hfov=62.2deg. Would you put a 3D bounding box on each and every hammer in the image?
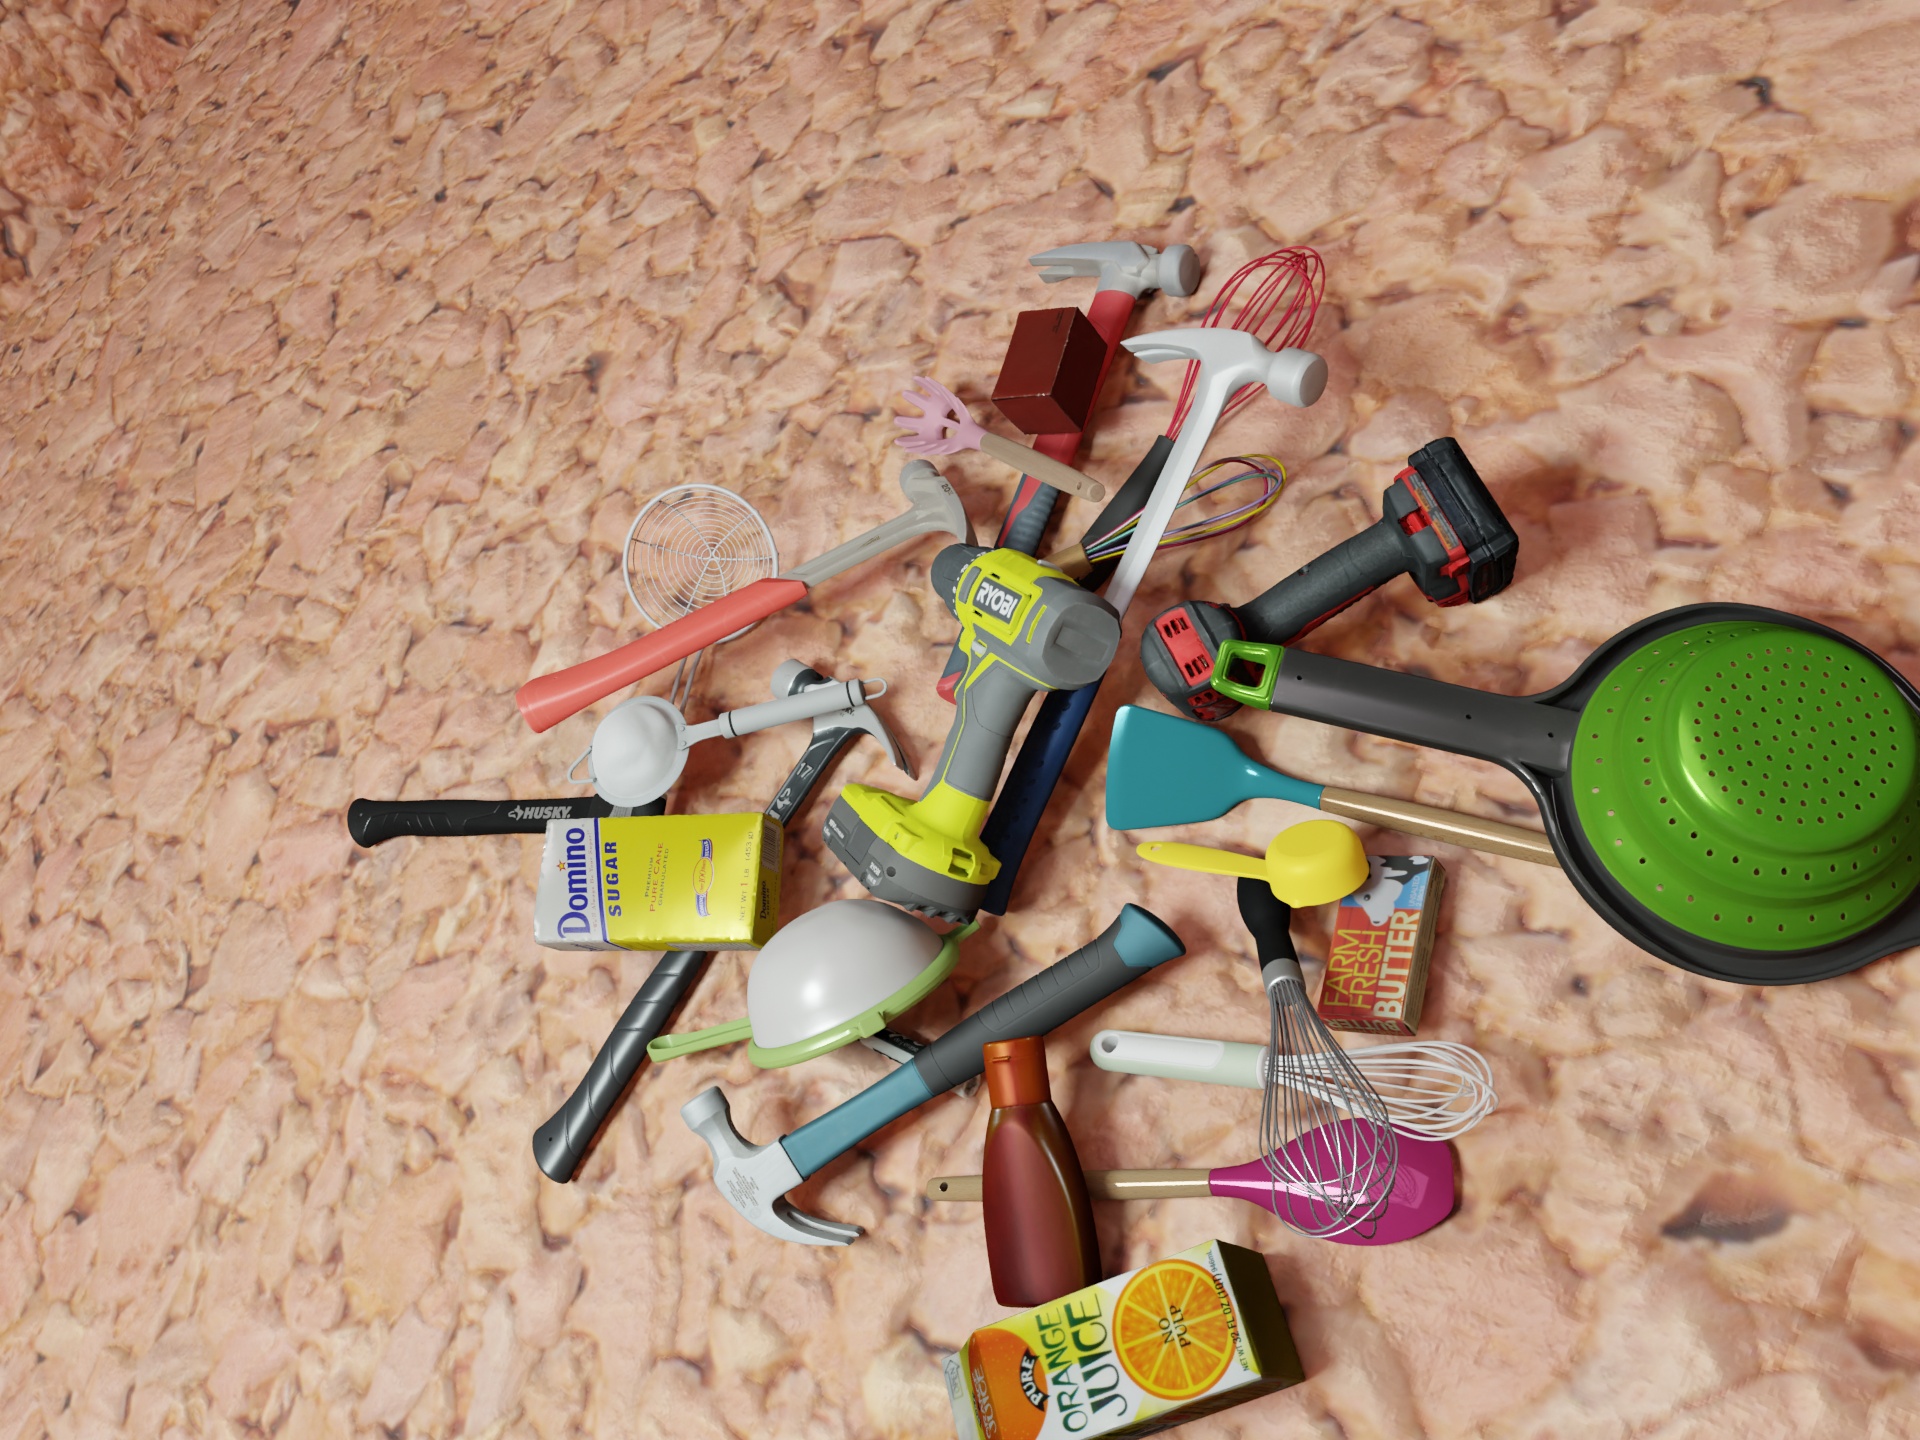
[{"bbox_3d":[-0.386,0.075,1.317,0.335,0.035,0.146,-3,65,31],"label":"hammer"},{"bbox_3d":[-0.182,0.152,1.152,0.149,0.036,0.409,28,82,37],"label":"hammer"},{"bbox_3d":[-0.159,-0.078,1.171,0.359,0.036,0.149,-26,35,1],"label":"hammer"},{"bbox_3d":[-0.011,0.211,0.980,0.331,0.033,0.128,-34,83,10],"label":"hammer"},{"bbox_3d":[0.053,-0.190,1.187,0.143,0.038,0.386,11,72,36],"label":"hammer"},{"bbox_3d":[0.091,-0.066,1.037,0.144,0.035,0.405,29,97,41],"label":"hammer"}]

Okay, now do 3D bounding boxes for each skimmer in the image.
[{"bbox_3d":[-0.227,-0.009,1.215,0.127,0.090,0.364,8,63,4],"label":"skimmer"}]

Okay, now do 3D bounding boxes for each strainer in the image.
[{"bbox_3d":[-0.122,0.170,1.039,0.256,0.151,0.069,-21,99,31],"label":"strainer"},{"bbox_3d":[-0.177,0.003,1.159,0.258,0.050,0.087,-14,67,8],"label":"strainer"}]

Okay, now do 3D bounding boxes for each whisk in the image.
[{"bbox_3d":[0.178,0.162,0.854,0.070,0.070,0.285,-29,26,16],"label":"whisk"},{"bbox_3d":[0.161,-0.211,1.122,0.073,0.073,0.296,37,94,39],"label":"whisk"},{"bbox_3d":[0.107,-0.123,1.093,0.245,0.051,0.047,-22,82,12],"label":"whisk"},{"bbox_3d":[0.180,0.197,0.899,0.246,0.059,0.058,-2,50,36],"label":"whisk"}]

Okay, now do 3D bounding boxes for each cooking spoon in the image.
[{"bbox_3d":[0.121,0.267,0.915,0.319,0.017,0.069,-10,60,27],"label":"cooking spoon"}]

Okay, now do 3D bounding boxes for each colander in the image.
[{"bbox_3d":[0.322,0.003,0.807,0.397,0.094,0.204,14,74,16],"label":"colander"}]

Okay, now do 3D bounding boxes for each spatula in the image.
[{"bbox_3d":[0.235,0.055,0.941,0.318,0.044,0.082,12,103,33],"label":"spatula"}]

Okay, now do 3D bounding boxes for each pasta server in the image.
[{"bbox_3d":[0.023,-0.196,1.139,0.316,0.040,0.060,42,118,61],"label":"pasta server"}]

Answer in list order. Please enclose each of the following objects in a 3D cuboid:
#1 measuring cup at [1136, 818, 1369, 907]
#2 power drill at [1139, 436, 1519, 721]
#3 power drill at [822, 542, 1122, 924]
[{"bbox_3d":[0.167,0.076,0.945,0.157,0.029,0.062,5,33,42],"label":"measuring cup"},{"bbox_3d":[0.218,-0.071,0.964,0.219,0.143,0.079,-30,74,10],"label":"power drill"},{"bbox_3d":[-0.002,-0.003,1.026,0.191,0.080,0.228,37,104,58],"label":"power drill"}]
